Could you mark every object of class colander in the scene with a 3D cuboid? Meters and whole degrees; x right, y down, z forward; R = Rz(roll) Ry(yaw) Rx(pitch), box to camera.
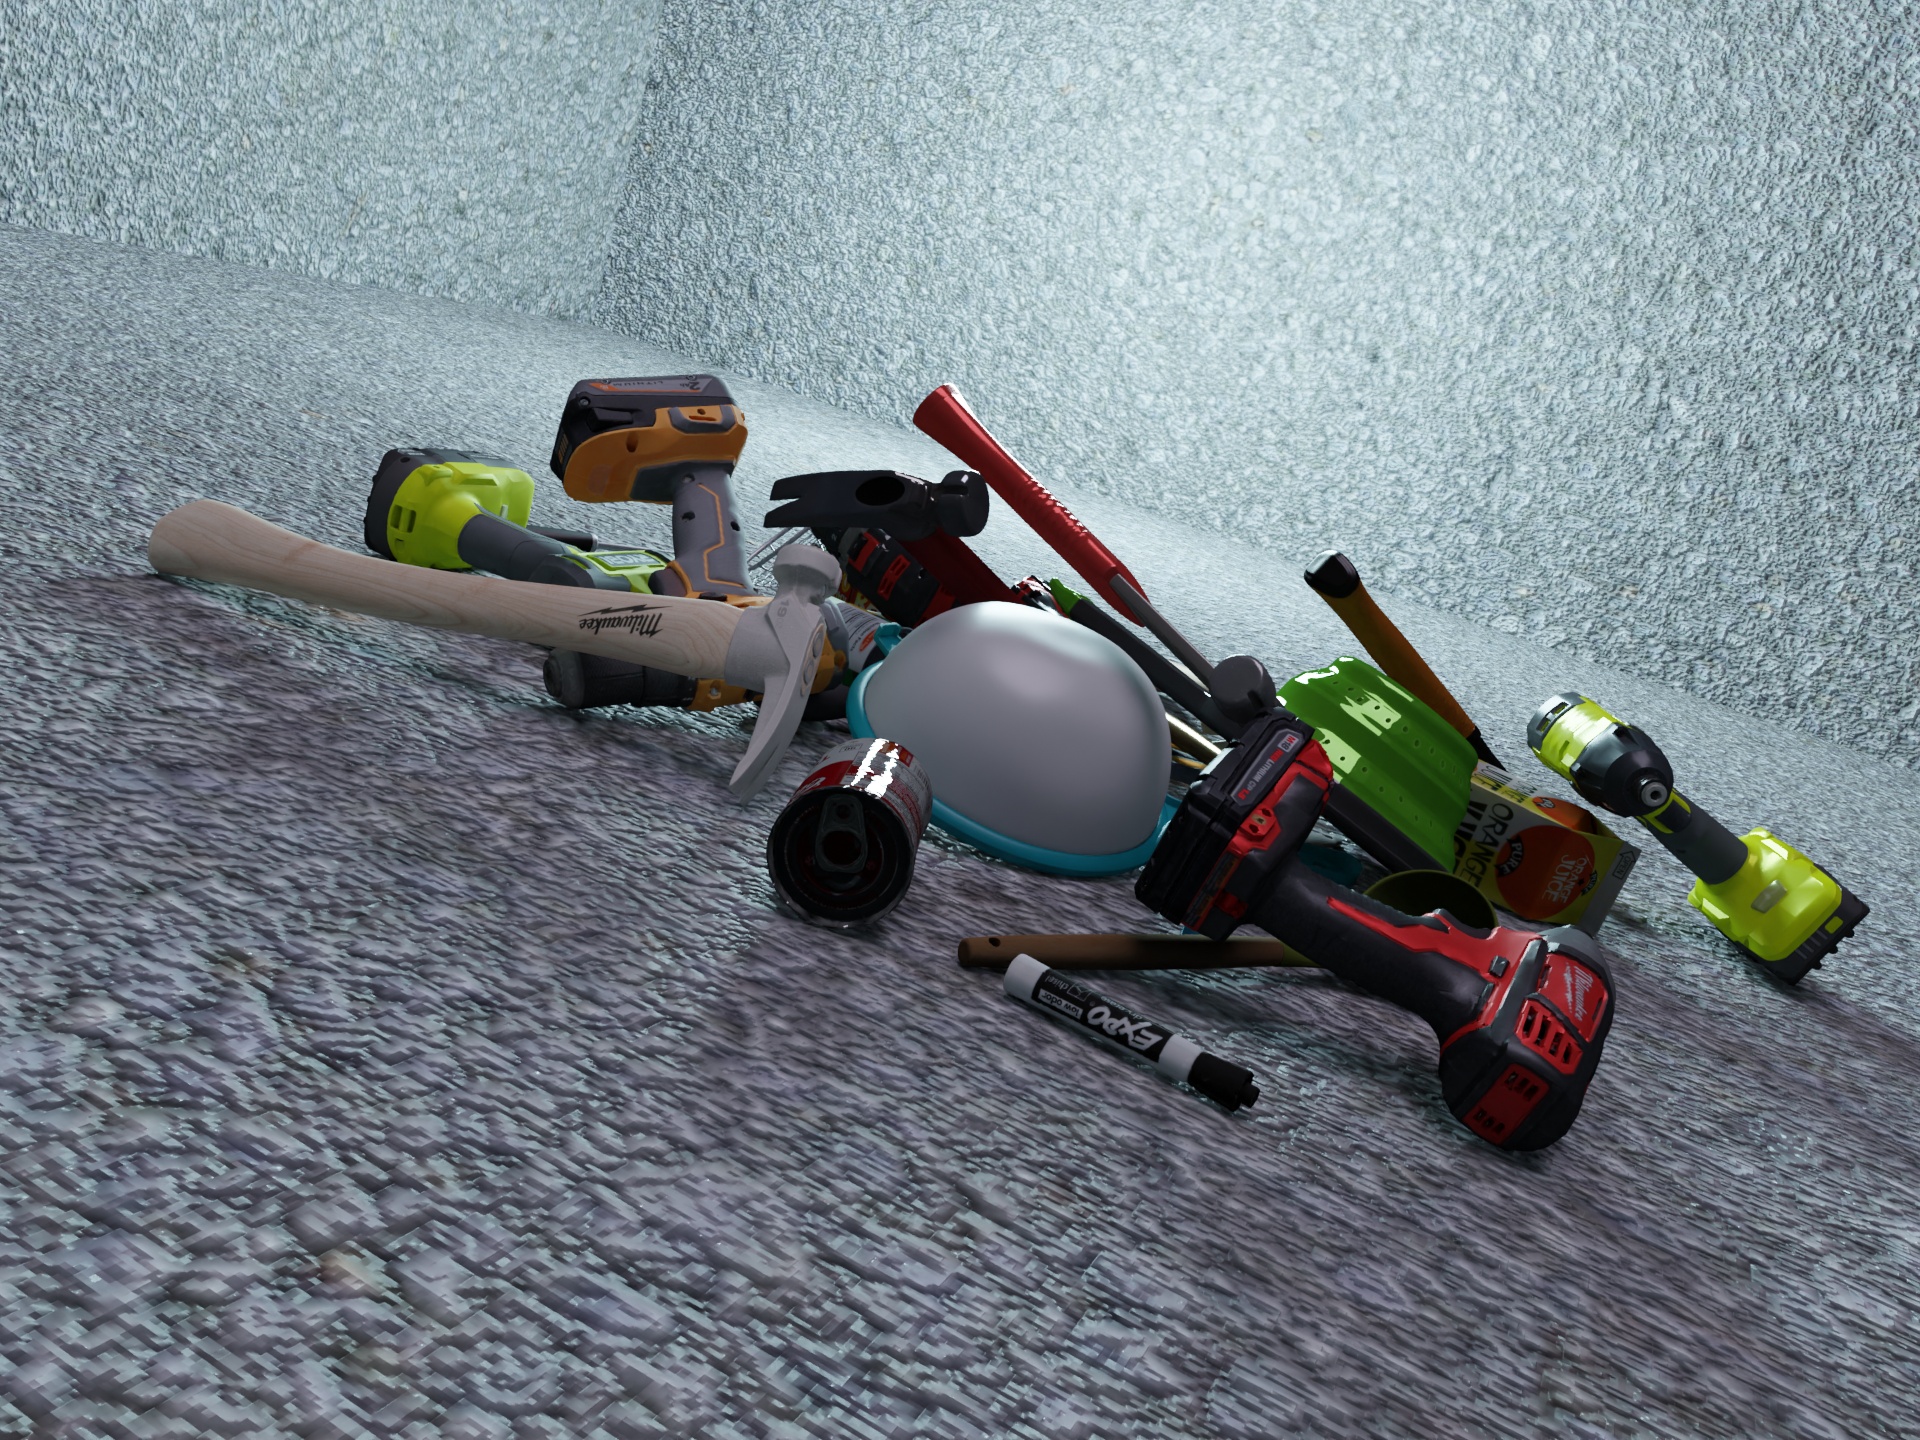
[{"bbox_3d":[0.212,-0.019,1.070,0.397,0.094,0.204,42,6,36],"label":"colander"}]

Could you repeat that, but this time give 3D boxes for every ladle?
[{"bbox_3d":[0.143,0.108,0.801,0.320,0.062,0.078,5,34,-30],"label":"ladle"},{"bbox_3d":[0.152,-0.003,1.227,0.069,0.031,0.316,18,8,-15],"label":"ladle"}]

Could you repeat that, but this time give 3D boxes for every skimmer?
[{"bbox_3d":[-0.252,-0.167,1.321,0.363,0.090,0.127,3,-13,-36],"label":"skimmer"}]

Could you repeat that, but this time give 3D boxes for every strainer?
[{"bbox_3d":[0.104,0.012,0.956,0.340,0.095,0.211,19,28,-9],"label":"strainer"}]

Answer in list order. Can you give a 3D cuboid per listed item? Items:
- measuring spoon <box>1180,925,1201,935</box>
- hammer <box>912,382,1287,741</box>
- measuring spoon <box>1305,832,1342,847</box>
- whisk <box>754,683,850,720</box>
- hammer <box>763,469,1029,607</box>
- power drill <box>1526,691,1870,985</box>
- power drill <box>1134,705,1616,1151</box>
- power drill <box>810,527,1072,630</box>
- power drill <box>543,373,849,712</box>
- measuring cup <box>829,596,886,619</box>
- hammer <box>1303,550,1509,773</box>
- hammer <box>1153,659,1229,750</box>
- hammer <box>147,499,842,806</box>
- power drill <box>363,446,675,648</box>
[{"bbox_3d":[0.137,0.110,0.874,0.042,0.021,0.128,23,24,13],"label":"measuring spoon"},{"bbox_3d":[0.083,-0.092,0.958,0.359,0.036,0.149,49,2,35],"label":"hammer"},{"bbox_3d":[0.222,0.075,1.084,0.124,0.018,0.034,6,18,-40],"label":"measuring spoon"},{"bbox_3d":[-0.002,-0.004,1.067,0.284,0.070,0.070,7,17,-19],"label":"whisk"},{"bbox_3d":[0.021,-0.068,1.081,0.143,0.038,0.386,3,-18,27],"label":"hammer"},{"bbox_3d":[0.511,0.079,1.111,0.223,0.080,0.171,38,12,-8],"label":"power drill"},{"bbox_3d":[0.208,0.095,0.763,0.220,0.078,0.143,35,39,15],"label":"power drill"},{"bbox_3d":[-0.006,-0.098,1.225,0.226,0.080,0.188,23,14,-41],"label":"power drill"},{"bbox_3d":[-0.189,-0.105,0.989,0.185,0.084,0.226,-10,64,-31],"label":"power drill"},{"bbox_3d":[-0.093,-0.072,1.249,0.168,0.038,0.083,26,17,40],"label":"measuring cup"},{"bbox_3d":[0.362,-0.004,1.183,0.336,0.034,0.127,44,3,-22],"label":"hammer"},{"bbox_3d":[0.217,-0.018,1.293,0.130,0.031,0.331,-16,11,-11],"label":"hammer"},{"bbox_3d":[-0.280,-0.058,0.899,0.411,0.146,0.038,10,-22,12],"label":"hammer"},{"bbox_3d":[-0.284,-0.117,1.126,0.229,0.080,0.190,26,18,22],"label":"power drill"}]
